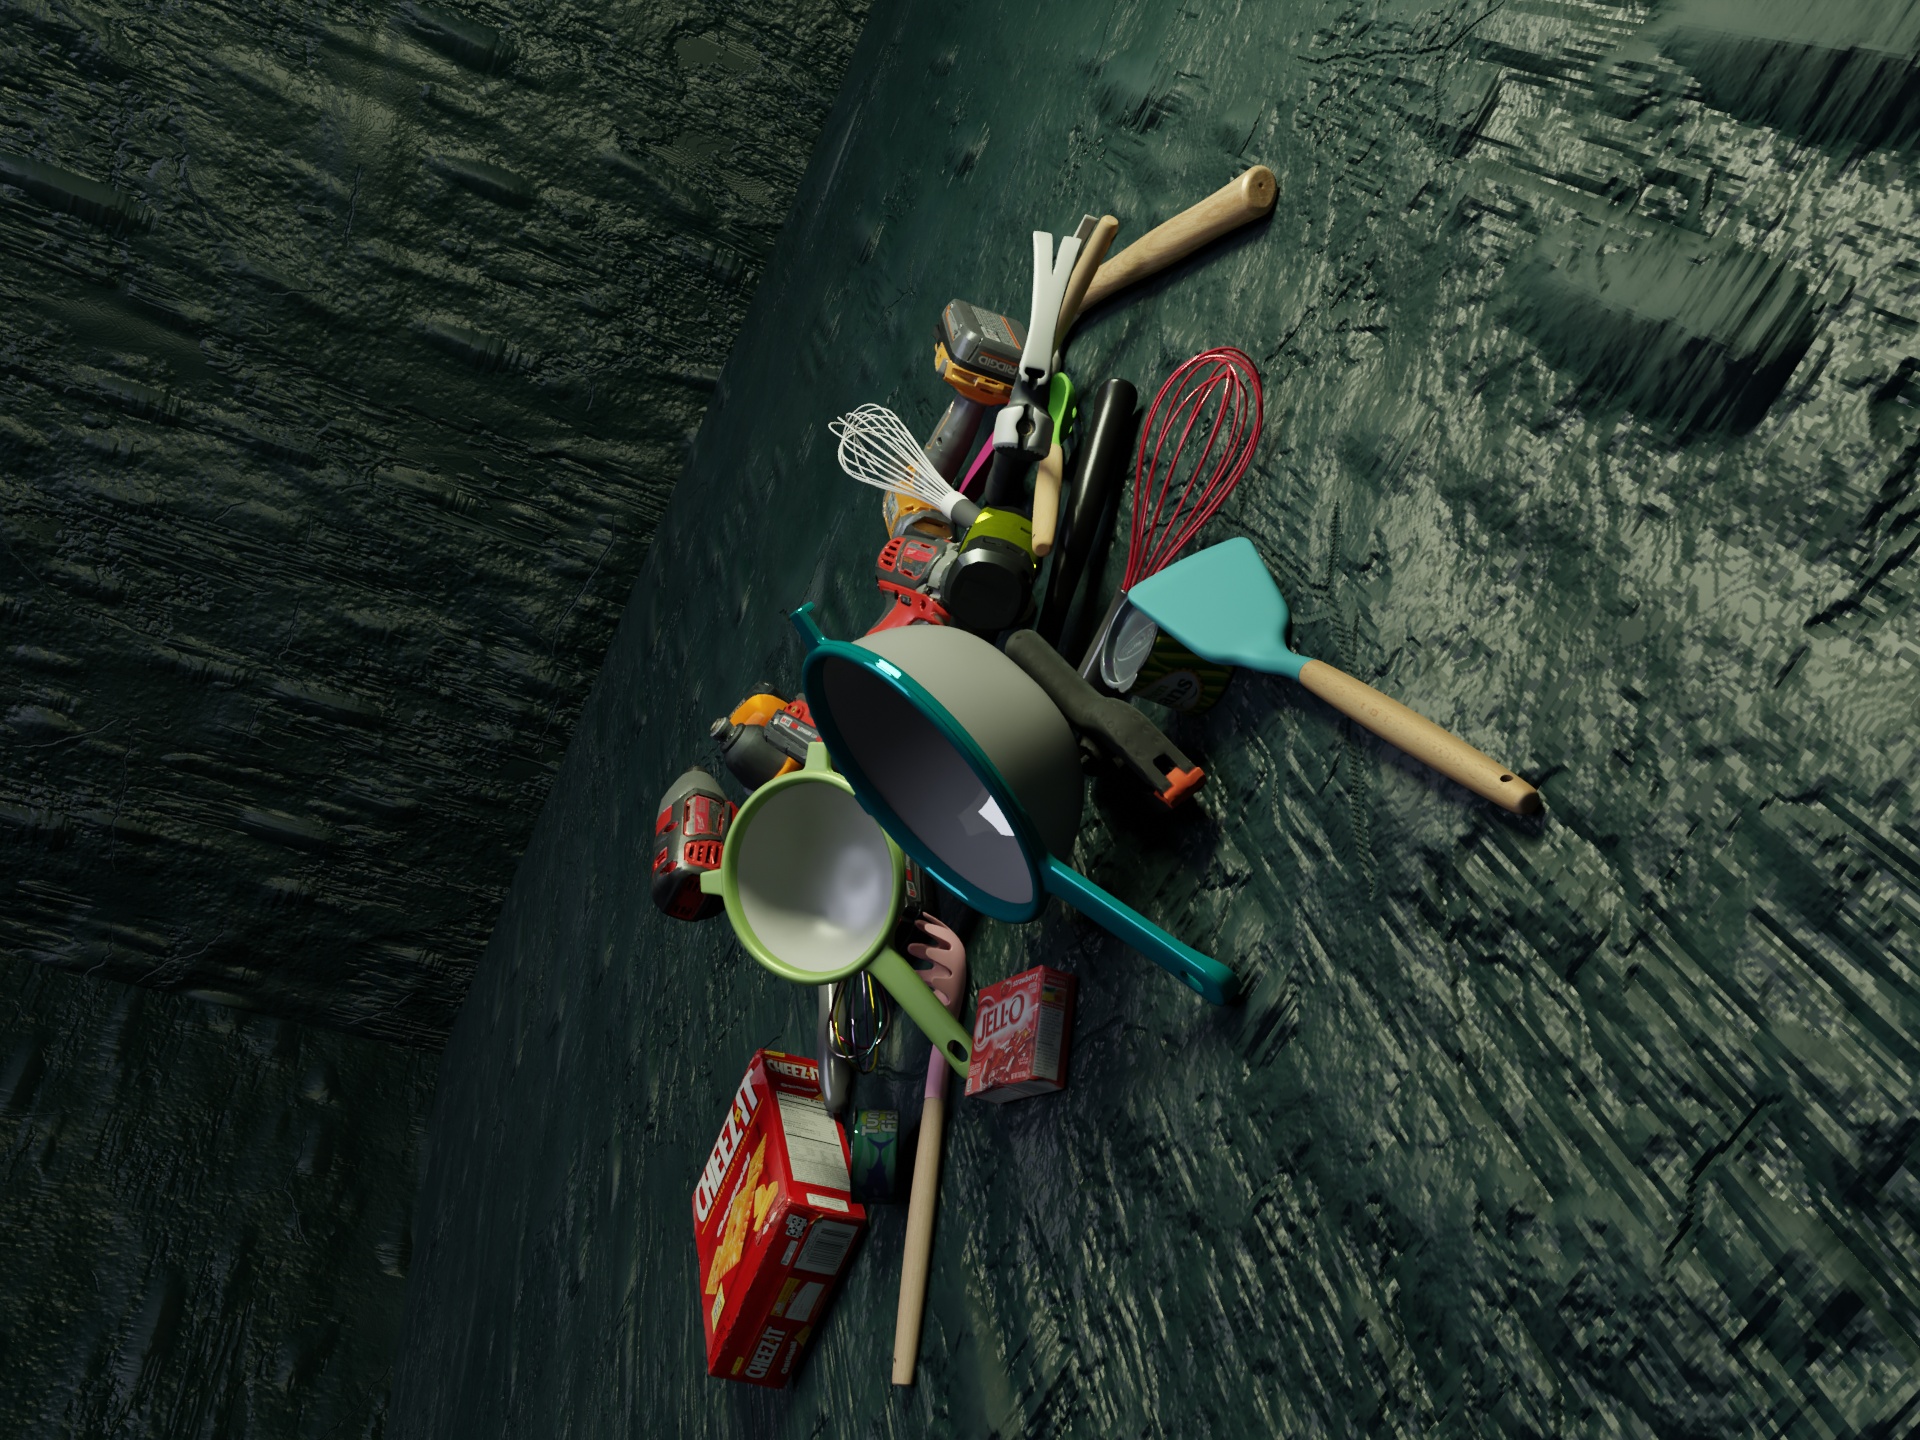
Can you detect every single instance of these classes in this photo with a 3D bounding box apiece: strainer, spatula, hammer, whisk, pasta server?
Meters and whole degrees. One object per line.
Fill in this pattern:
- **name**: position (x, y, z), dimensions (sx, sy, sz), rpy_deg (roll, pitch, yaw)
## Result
- **strainer**: position (-0.058, 0.146, 1.117), dimensions (0.256, 0.069, 0.151), rpy_deg (47, 109, 19)
- **spatula**: position (0.188, -0.025, 0.809), dimensions (0.044, 0.082, 0.318), rpy_deg (68, 170, -25)
- **hammer**: position (0.142, -0.361, 1.234), dimensions (0.331, 0.031, 0.130), rpy_deg (-3, 70, 67)
- **strainer**: position (0.049, 0.044, 0.936), dimensions (0.095, 0.210, 0.341), rpy_deg (-41, 52, -22)
- **hammer**: position (0.072, -0.094, 1.138), dimensions (0.146, 0.035, 0.335), rpy_deg (107, 180, -75)
- **whisk**: position (0.119, -0.101, 1.034), dimensions (0.073, 0.073, 0.295), rpy_deg (-114, 42, -61)
- **whisk**: position (-0.084, 0.190, 1.314), dimensions (0.051, 0.047, 0.245), rpy_deg (-59, 21, 32)
- **whisk**: position (-0.022, -0.195, 1.353), dimensions (0.285, 0.070, 0.070), rpy_deg (41, 114, 39)
- **whisk**: position (-0.110, 0.223, 1.350), dimensions (0.055, 0.055, 0.239), rpy_deg (-52, 32, 41)
- **pasta server**: position (-0.028, 0.288, 1.096), dimensions (0.060, 0.040, 0.316), rpy_deg (122, 157, -61)
- **hammer**: position (0.043, -0.223, 1.170), dimensions (0.409, 0.036, 0.149), rpy_deg (116, 164, -86)

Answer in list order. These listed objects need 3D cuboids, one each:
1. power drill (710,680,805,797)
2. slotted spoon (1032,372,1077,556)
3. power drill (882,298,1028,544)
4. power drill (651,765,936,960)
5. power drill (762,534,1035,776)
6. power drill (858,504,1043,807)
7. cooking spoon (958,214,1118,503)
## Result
- **power drill**: position (-0.166, 0.034, 1.468), dimensions (0.084, 0.164, 0.227), rpy_deg (-50, 17, 3)
- **slotted spoon**: position (0.067, -0.189, 1.190), dimensions (0.314, 0.031, 0.070), rpy_deg (-80, 9, -60)
- **power drill**: position (-0.014, -0.272, 1.488), dimensions (0.186, 0.084, 0.226), rpy_deg (-105, 35, -58)
- **power drill**: position (-0.135, 0.112, 1.255), dimensions (0.078, 0.219, 0.143), rpy_deg (-58, 25, 32)
- **power drill**: position (-0.045, -0.045, 1.303), dimensions (0.188, 0.080, 0.227), rpy_deg (24, 80, 53)
- **power drill**: position (0.002, -0.043, 1.157), dimensions (0.171, 0.080, 0.223), rpy_deg (-71, 2, -67)
- **cooking spoon**: position (0.058, -0.282, 1.309), dimensions (0.069, 0.017, 0.318), rpy_deg (-39, -13, -41)
